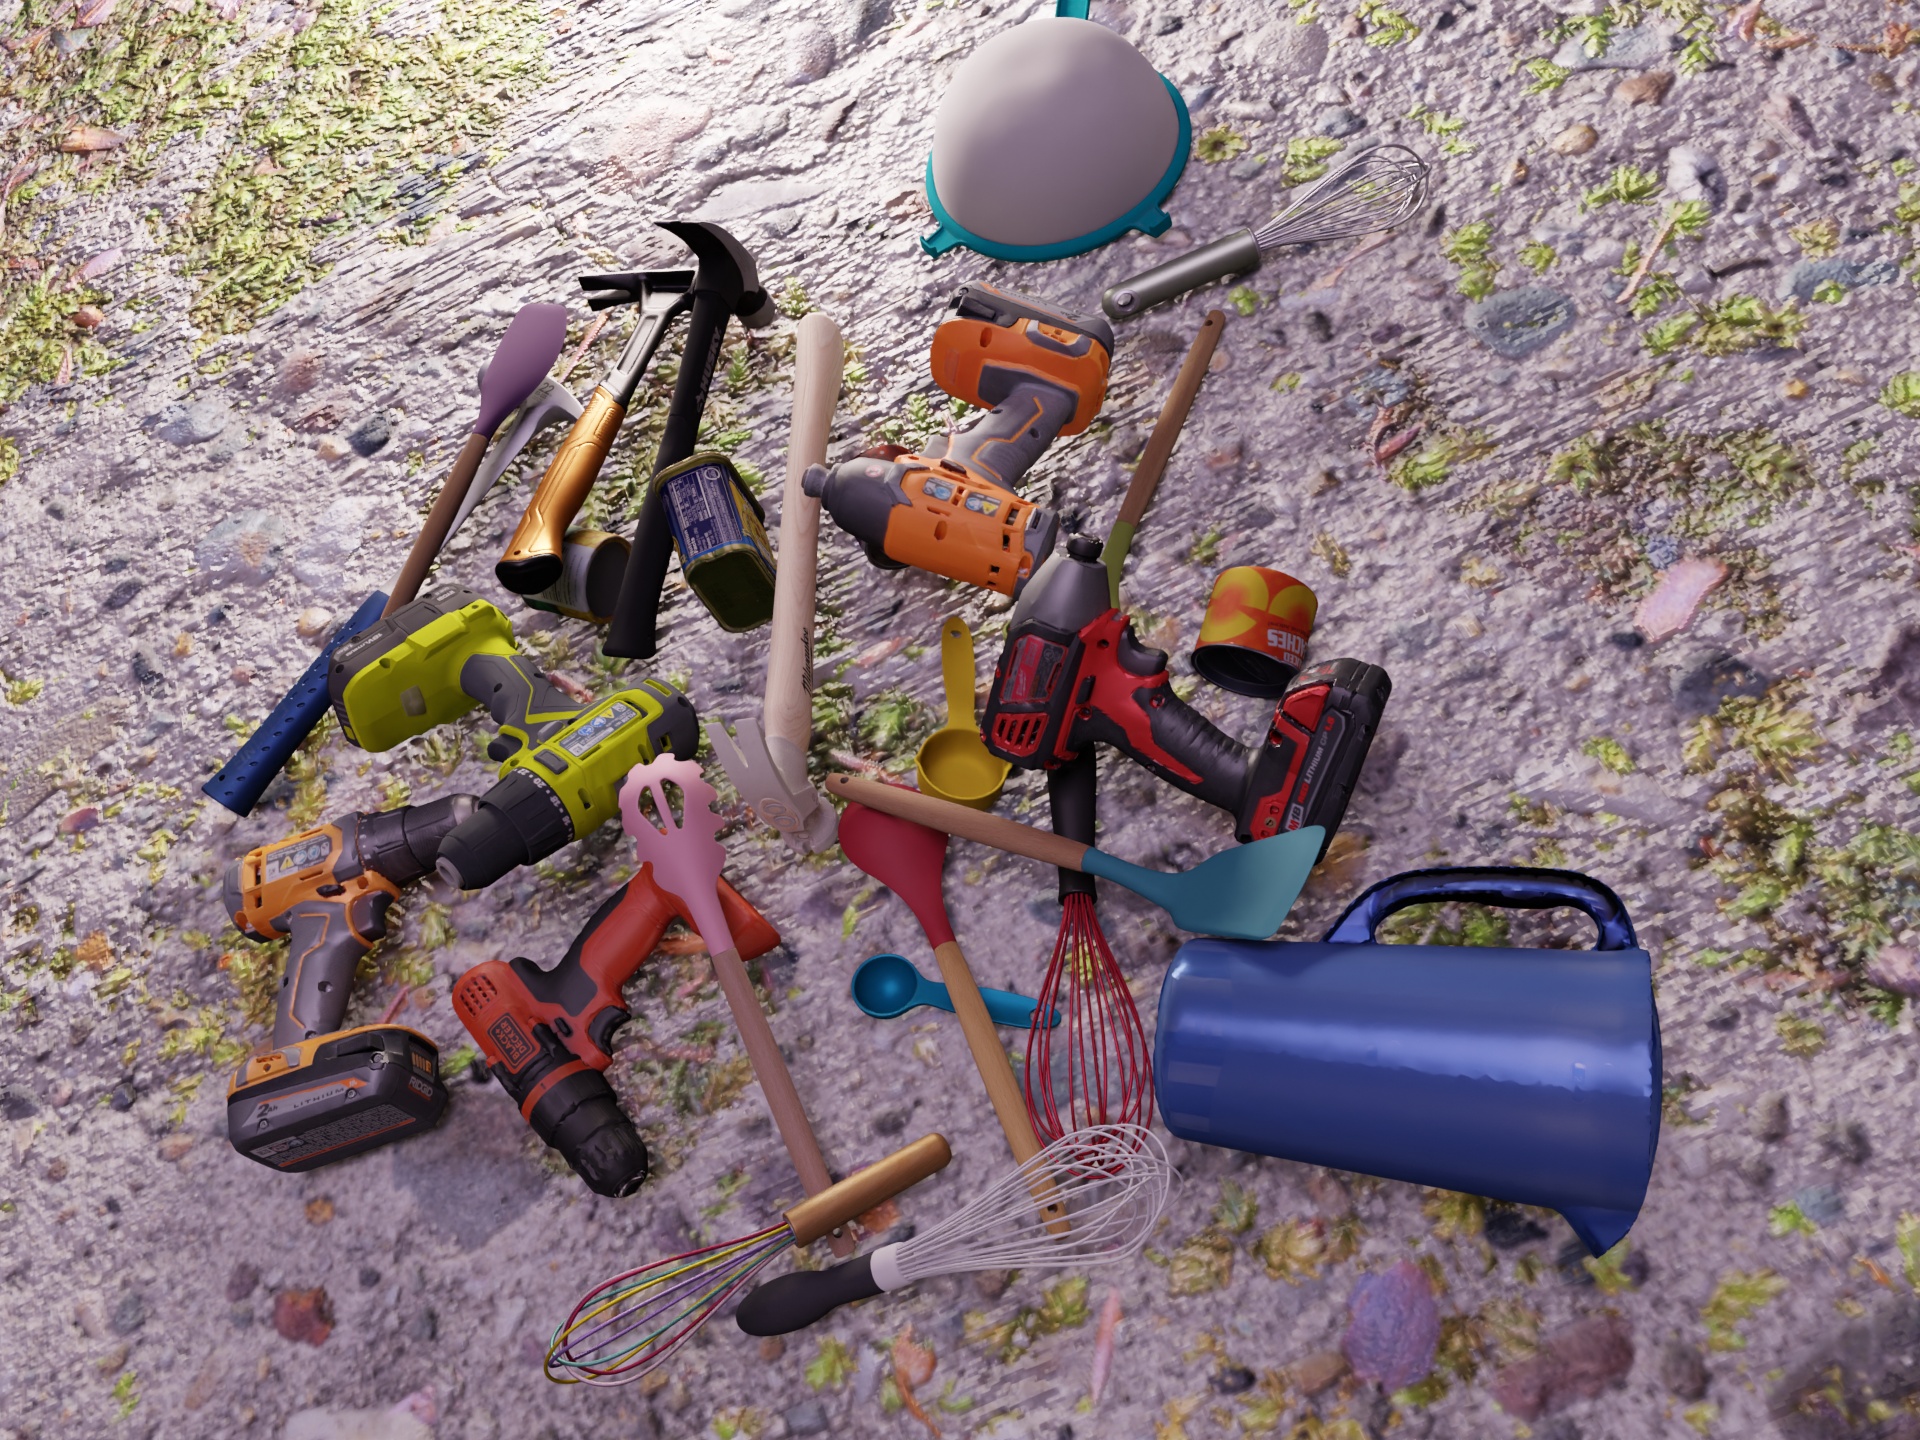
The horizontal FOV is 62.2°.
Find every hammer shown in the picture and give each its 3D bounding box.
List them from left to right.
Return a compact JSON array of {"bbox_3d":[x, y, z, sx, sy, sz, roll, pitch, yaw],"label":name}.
[{"bbox_3d":[-0.422,-0.100,1.203,0.144,0.035,0.405,27,74,27],"label":"hammer"},{"bbox_3d":[-0.273,-0.222,1.174,0.127,0.034,0.337,3,51,14],"label":"hammer"},{"bbox_3d":[-0.206,-0.201,1.147,0.035,0.146,0.335,6,74,18],"label":"hammer"},{"bbox_3d":[-0.112,-0.123,1.072,0.038,0.146,0.411,-8,58,13],"label":"hammer"}]

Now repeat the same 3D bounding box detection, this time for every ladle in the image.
[{"bbox_3d":[-0.001,0.156,0.934,0.069,0.031,0.316,-18,56,-10],"label":"ladle"},{"bbox_3d":[0.115,-0.157,1.058,0.078,0.062,0.320,12,65,31],"label":"ladle"}]

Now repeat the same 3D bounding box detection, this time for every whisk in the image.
[{"bbox_3d":[-0.112,0.291,0.869,0.245,0.047,0.051,-24,13,-23],"label":"whisk"},{"bbox_3d":[-0.009,0.281,0.844,0.284,0.070,0.070,-28,58,24],"label":"whisk"},{"bbox_3d":[0.070,0.122,0.930,0.073,0.073,0.296,-9,55,13],"label":"whisk"},{"bbox_3d":[0.216,-0.342,1.130,0.246,0.057,0.059,-21,26,9],"label":"whisk"}]

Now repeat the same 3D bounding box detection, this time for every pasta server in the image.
[{"bbox_3d":[-0.128,0.163,0.938,0.060,0.040,0.316,-23,80,-5],"label":"pasta server"}]

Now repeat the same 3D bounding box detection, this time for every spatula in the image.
[{"bbox_3d":[-0.372,-0.192,1.203,0.060,0.018,0.316,10,66,21],"label":"spatula"},{"bbox_3d":[0.050,0.065,0.919,0.318,0.044,0.082,14,51,29],"label":"spatula"}]

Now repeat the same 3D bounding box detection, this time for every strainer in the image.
[{"bbox_3d":[0.071,-0.516,1.228,0.211,0.095,0.341,0,65,17],"label":"strainer"}]

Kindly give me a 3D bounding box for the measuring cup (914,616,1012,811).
[{"bbox_3d":[-0.002,-0.003,1.034,0.062,0.029,0.157,3,49,-7],"label":"measuring cup"}]

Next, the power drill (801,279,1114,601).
[{"bbox_3d":[0.003,-0.188,1.044,0.164,0.084,0.227,19,54,4],"label":"power drill"}]

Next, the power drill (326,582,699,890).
[{"bbox_3d":[-0.315,0.010,1.063,0.229,0.080,0.190,29,50,28],"label":"power drill"}]

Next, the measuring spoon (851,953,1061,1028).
[{"bbox_3d":[-0.003,0.171,0.953,0.128,0.021,0.042,9,55,11],"label":"measuring spoon"}]

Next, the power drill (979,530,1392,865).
[{"bbox_3d":[0.127,-0.015,0.920,0.220,0.078,0.143,21,110,15],"label":"power drill"}]

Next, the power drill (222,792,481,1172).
[{"bbox_3d":[-0.388,0.158,1.041,0.185,0.084,0.226,-20,56,5],"label":"power drill"}]
